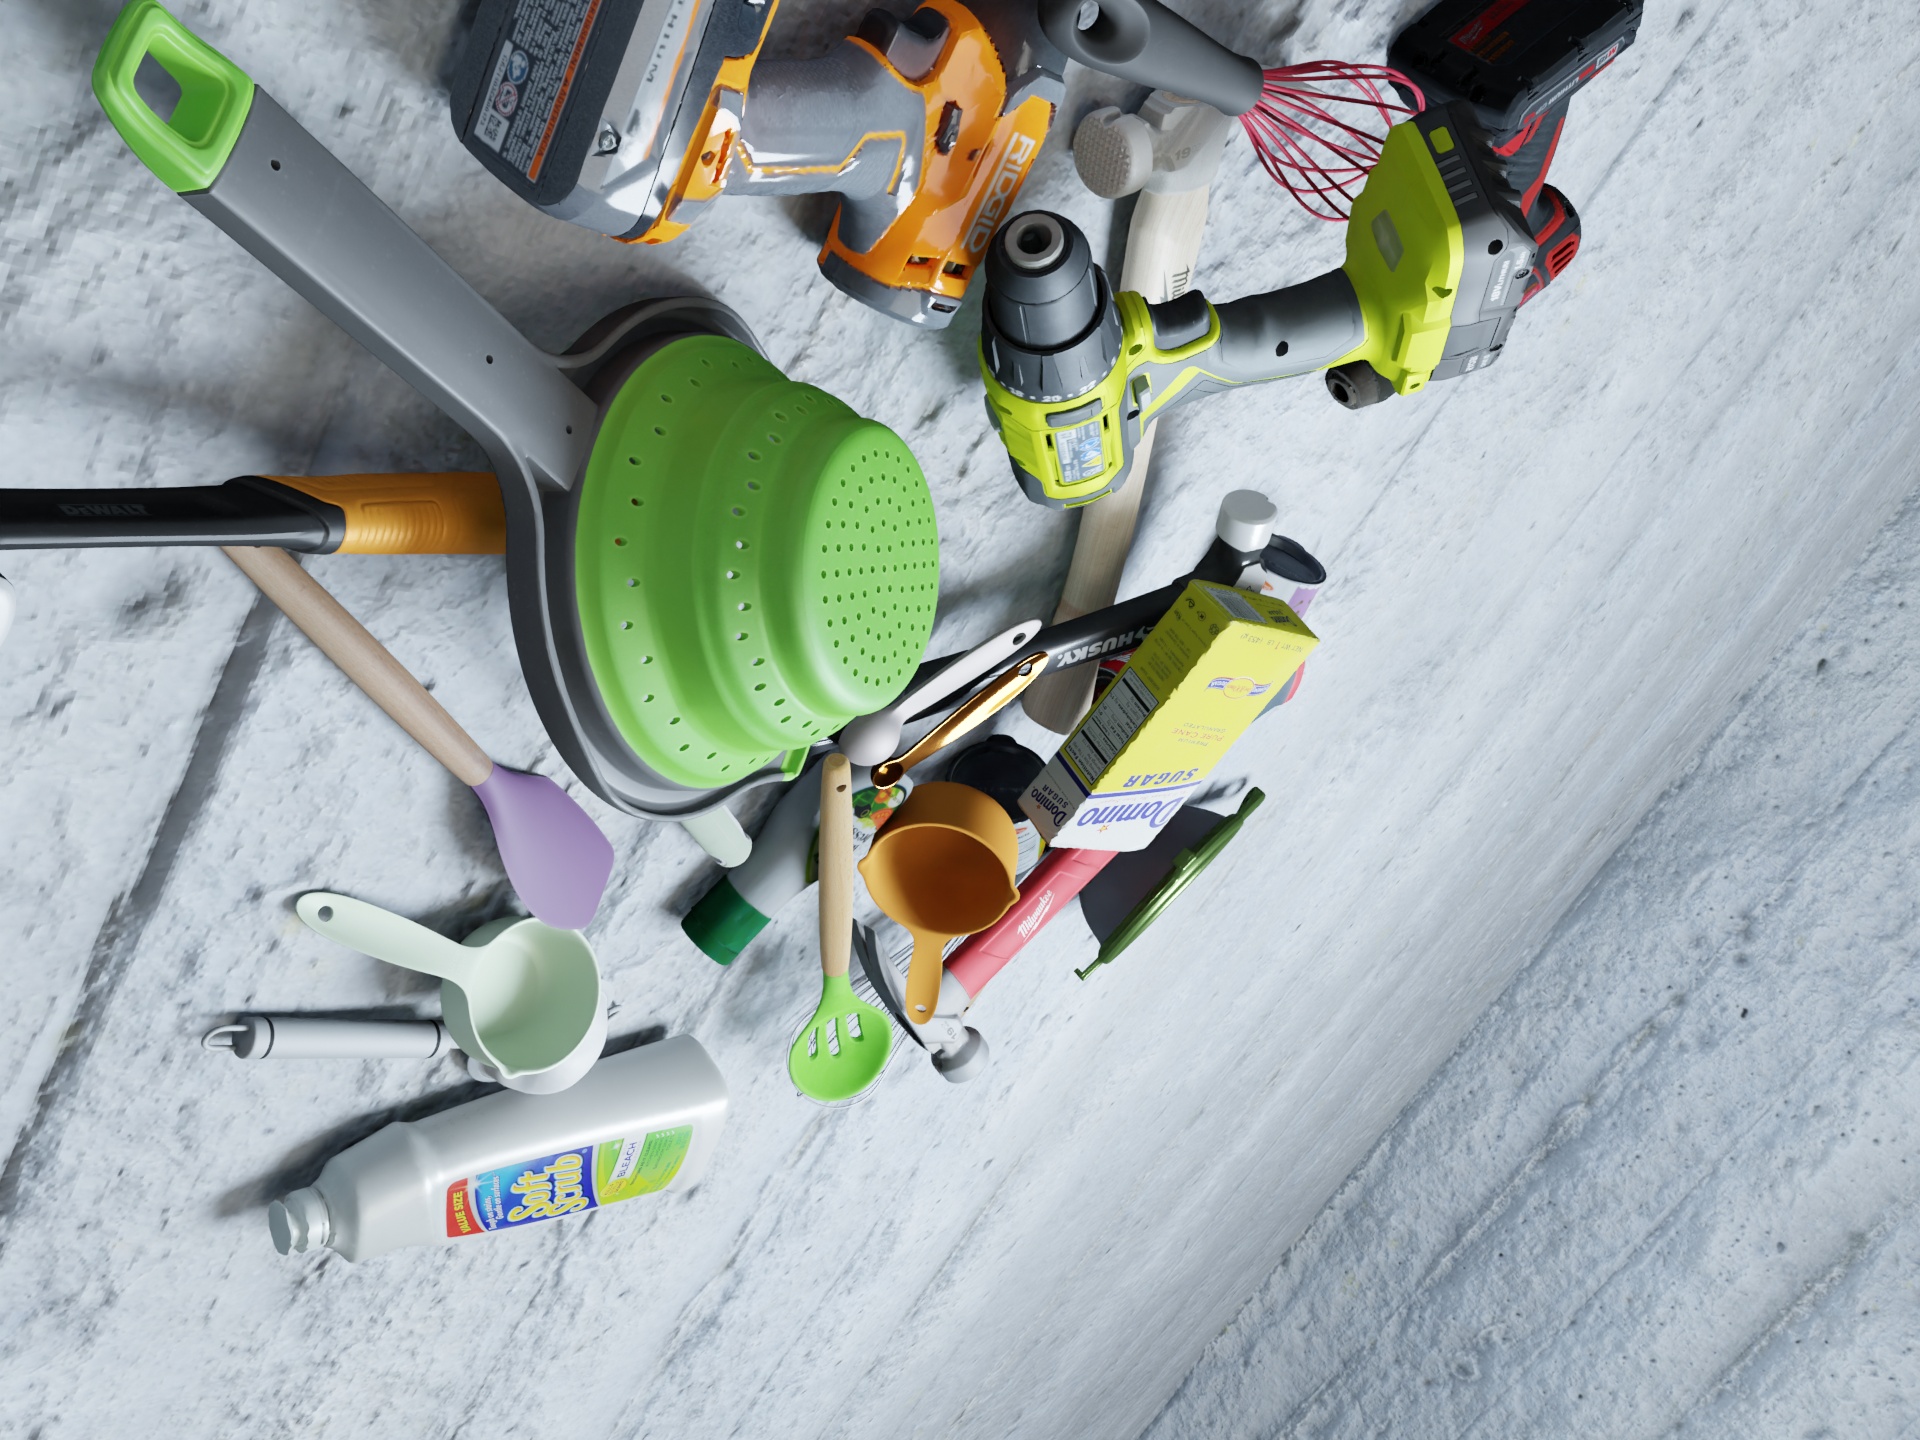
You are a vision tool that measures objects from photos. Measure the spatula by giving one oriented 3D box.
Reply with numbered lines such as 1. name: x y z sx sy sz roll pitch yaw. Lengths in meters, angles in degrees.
1. spatula: -0.217 0.011 0.672 0.315 0.018 0.060 66 34 -56

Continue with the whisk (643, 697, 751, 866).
1. whisk: -0.142 0.018 0.761 0.059 0.058 0.246 -47 156 -13

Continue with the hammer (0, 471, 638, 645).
1. hammer: -0.211 -0.072 0.532 0.336 0.127 0.034 -11 135 -59

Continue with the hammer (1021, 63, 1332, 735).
1. hammer: 0.095 -0.149 0.870 0.146 0.038 0.410 -28 146 -31

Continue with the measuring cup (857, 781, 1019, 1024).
1. measuring cup: -0.014 0.110 0.960 0.052 0.095 0.173 -76 175 -51

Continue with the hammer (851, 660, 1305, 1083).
1. hammer: 0.094 0.063 1.075 0.386 0.038 0.143 -43 123 -18

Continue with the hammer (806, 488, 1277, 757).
1. hammer: 0.024 -0.027 0.876 0.334 0.035 0.146 -19 143 -25

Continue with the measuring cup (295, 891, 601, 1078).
1. measuring cup: -0.246 0.114 0.752 0.167 0.038 0.083 34 63 -42

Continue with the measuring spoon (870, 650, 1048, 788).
1. measuring spoon: -0.001 -0.003 0.846 0.117 0.011 0.021 -37 142 -6

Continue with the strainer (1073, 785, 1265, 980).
1. strainer: 0.164 0.089 1.229 0.256 0.069 0.151 -33 163 -52

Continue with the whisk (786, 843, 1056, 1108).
1. whisk: -0.011 0.149 1.082 0.284 0.070 0.070 -46 151 -11

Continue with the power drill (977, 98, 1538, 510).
1. power drill: 0.117 -0.179 0.681 0.228 0.080 0.190 -18 162 3

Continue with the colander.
1. colander: -0.102 -0.090 0.541 0.396 0.094 0.205 45 54 -57

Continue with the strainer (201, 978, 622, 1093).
1. strainer: -0.257 0.162 0.796 0.087 0.050 0.258 -47 148 18

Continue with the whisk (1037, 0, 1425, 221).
1. whisk: 0.126 -0.260 0.666 0.295 0.073 0.073 -5 131 -50

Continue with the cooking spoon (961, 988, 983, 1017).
1. cooking spoon: 0.075 0.097 1.159 0.068 0.017 0.319 9 119 -52

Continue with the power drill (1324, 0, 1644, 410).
1. power drill: 0.285 -0.292 0.902 0.188 0.080 0.226 -40 153 -11

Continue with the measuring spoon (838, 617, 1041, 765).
1. measuring spoon: -0.007 -0.014 0.817 0.124 0.018 0.034 -34 146 -5

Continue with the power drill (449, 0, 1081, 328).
1. power drill: -0.045 -0.231 0.550 0.226 0.084 0.164 -7 132 -54

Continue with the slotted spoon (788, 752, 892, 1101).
1. slotted spoon: -0.070 0.126 0.913 0.070 0.031 0.313 -18 141 -19
